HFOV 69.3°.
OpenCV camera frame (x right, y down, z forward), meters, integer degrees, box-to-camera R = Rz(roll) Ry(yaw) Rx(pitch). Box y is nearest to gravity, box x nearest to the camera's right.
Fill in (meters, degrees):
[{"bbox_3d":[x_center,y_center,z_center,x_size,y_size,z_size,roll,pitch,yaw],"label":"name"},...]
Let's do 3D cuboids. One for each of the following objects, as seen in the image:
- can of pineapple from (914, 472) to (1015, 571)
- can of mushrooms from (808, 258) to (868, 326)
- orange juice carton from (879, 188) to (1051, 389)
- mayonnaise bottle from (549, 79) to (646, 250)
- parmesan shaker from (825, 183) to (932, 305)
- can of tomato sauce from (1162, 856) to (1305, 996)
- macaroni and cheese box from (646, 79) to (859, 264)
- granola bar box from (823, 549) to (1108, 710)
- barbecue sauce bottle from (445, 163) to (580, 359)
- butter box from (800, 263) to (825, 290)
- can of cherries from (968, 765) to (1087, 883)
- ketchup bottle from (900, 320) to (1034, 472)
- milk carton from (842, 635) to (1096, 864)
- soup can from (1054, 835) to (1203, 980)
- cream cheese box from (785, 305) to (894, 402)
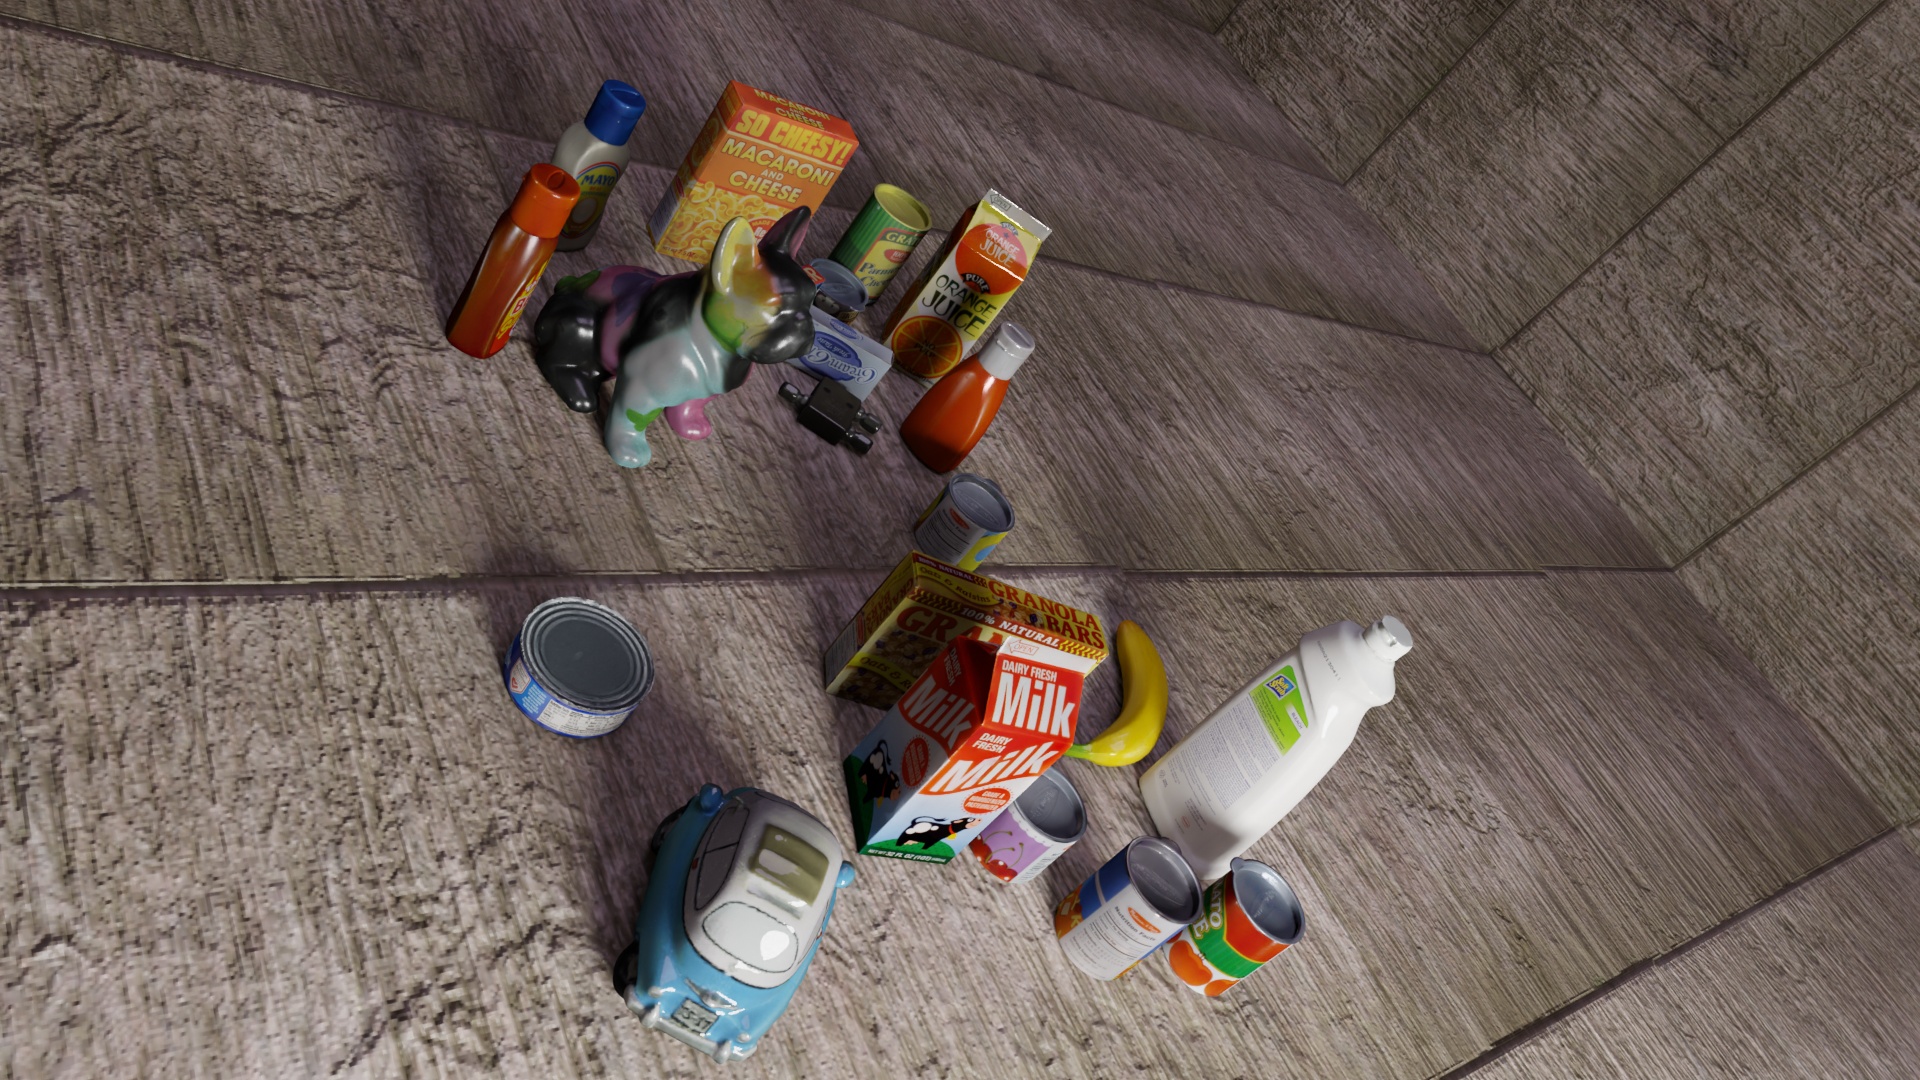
[{"bbox_3d":[0.004,-0.015,1.173,0.071,0.057,0.071,27,36,-21],"label":"can of pineapple"},{"bbox_3d":[-0.123,-0.233,1.322,0.071,0.033,0.071,27,36,-21],"label":"can of mushrooms"},{"bbox_3d":[0.003,-0.240,1.312,0.072,0.191,0.073,31,34,-16],"label":"orange juice carton"},{"bbox_3d":[-0.301,-0.300,1.117,0.065,0.147,0.041,-12,60,-51],"label":"mayonnaise bottle"},{"bbox_3d":[-0.081,-0.290,1.367,0.071,0.102,0.072,27,36,-21],"label":"parmesan shaker"},{"bbox_3d":[0.194,0.278,1.000,0.071,0.082,0.071,27,36,-21],"label":"can of tomato sauce"},{"bbox_3d":[-0.186,-0.316,1.234,0.124,0.165,0.040,7,46,-41],"label":"macaroni and cheese box"},{"bbox_3d":[0.003,0.081,1.000,0.165,0.123,0.039,21,38,-28],"label":"granola bar box"},{"bbox_3d":[-0.316,-0.199,0.983,0.043,0.148,0.065,30,34,-17],"label":"barbecue sauce bottle"},{"bbox_3d":[-0.166,-0.211,1.236,0.024,0.053,0.104,44,33,5],"label":"butter box"},{"bbox_3d":[0.043,0.194,0.969,0.071,0.058,0.072,27,36,-21],"label":"can of cherries"},{"bbox_3d":[0.009,-0.129,1.228,0.065,0.148,0.044,49,34,12],"label":"ketchup bottle"},{"bbox_3d":[0.005,0.126,0.890,0.072,0.189,0.074,17,40,-32],"label":"milk carton"},{"bbox_3d":[0.115,0.251,0.952,0.071,0.083,0.072,27,36,-21],"label":"soup can"},{"bbox_3d":[-0.117,-0.169,1.235,0.104,0.053,0.024,28,35,-19],"label":"cream cheese box"}]
